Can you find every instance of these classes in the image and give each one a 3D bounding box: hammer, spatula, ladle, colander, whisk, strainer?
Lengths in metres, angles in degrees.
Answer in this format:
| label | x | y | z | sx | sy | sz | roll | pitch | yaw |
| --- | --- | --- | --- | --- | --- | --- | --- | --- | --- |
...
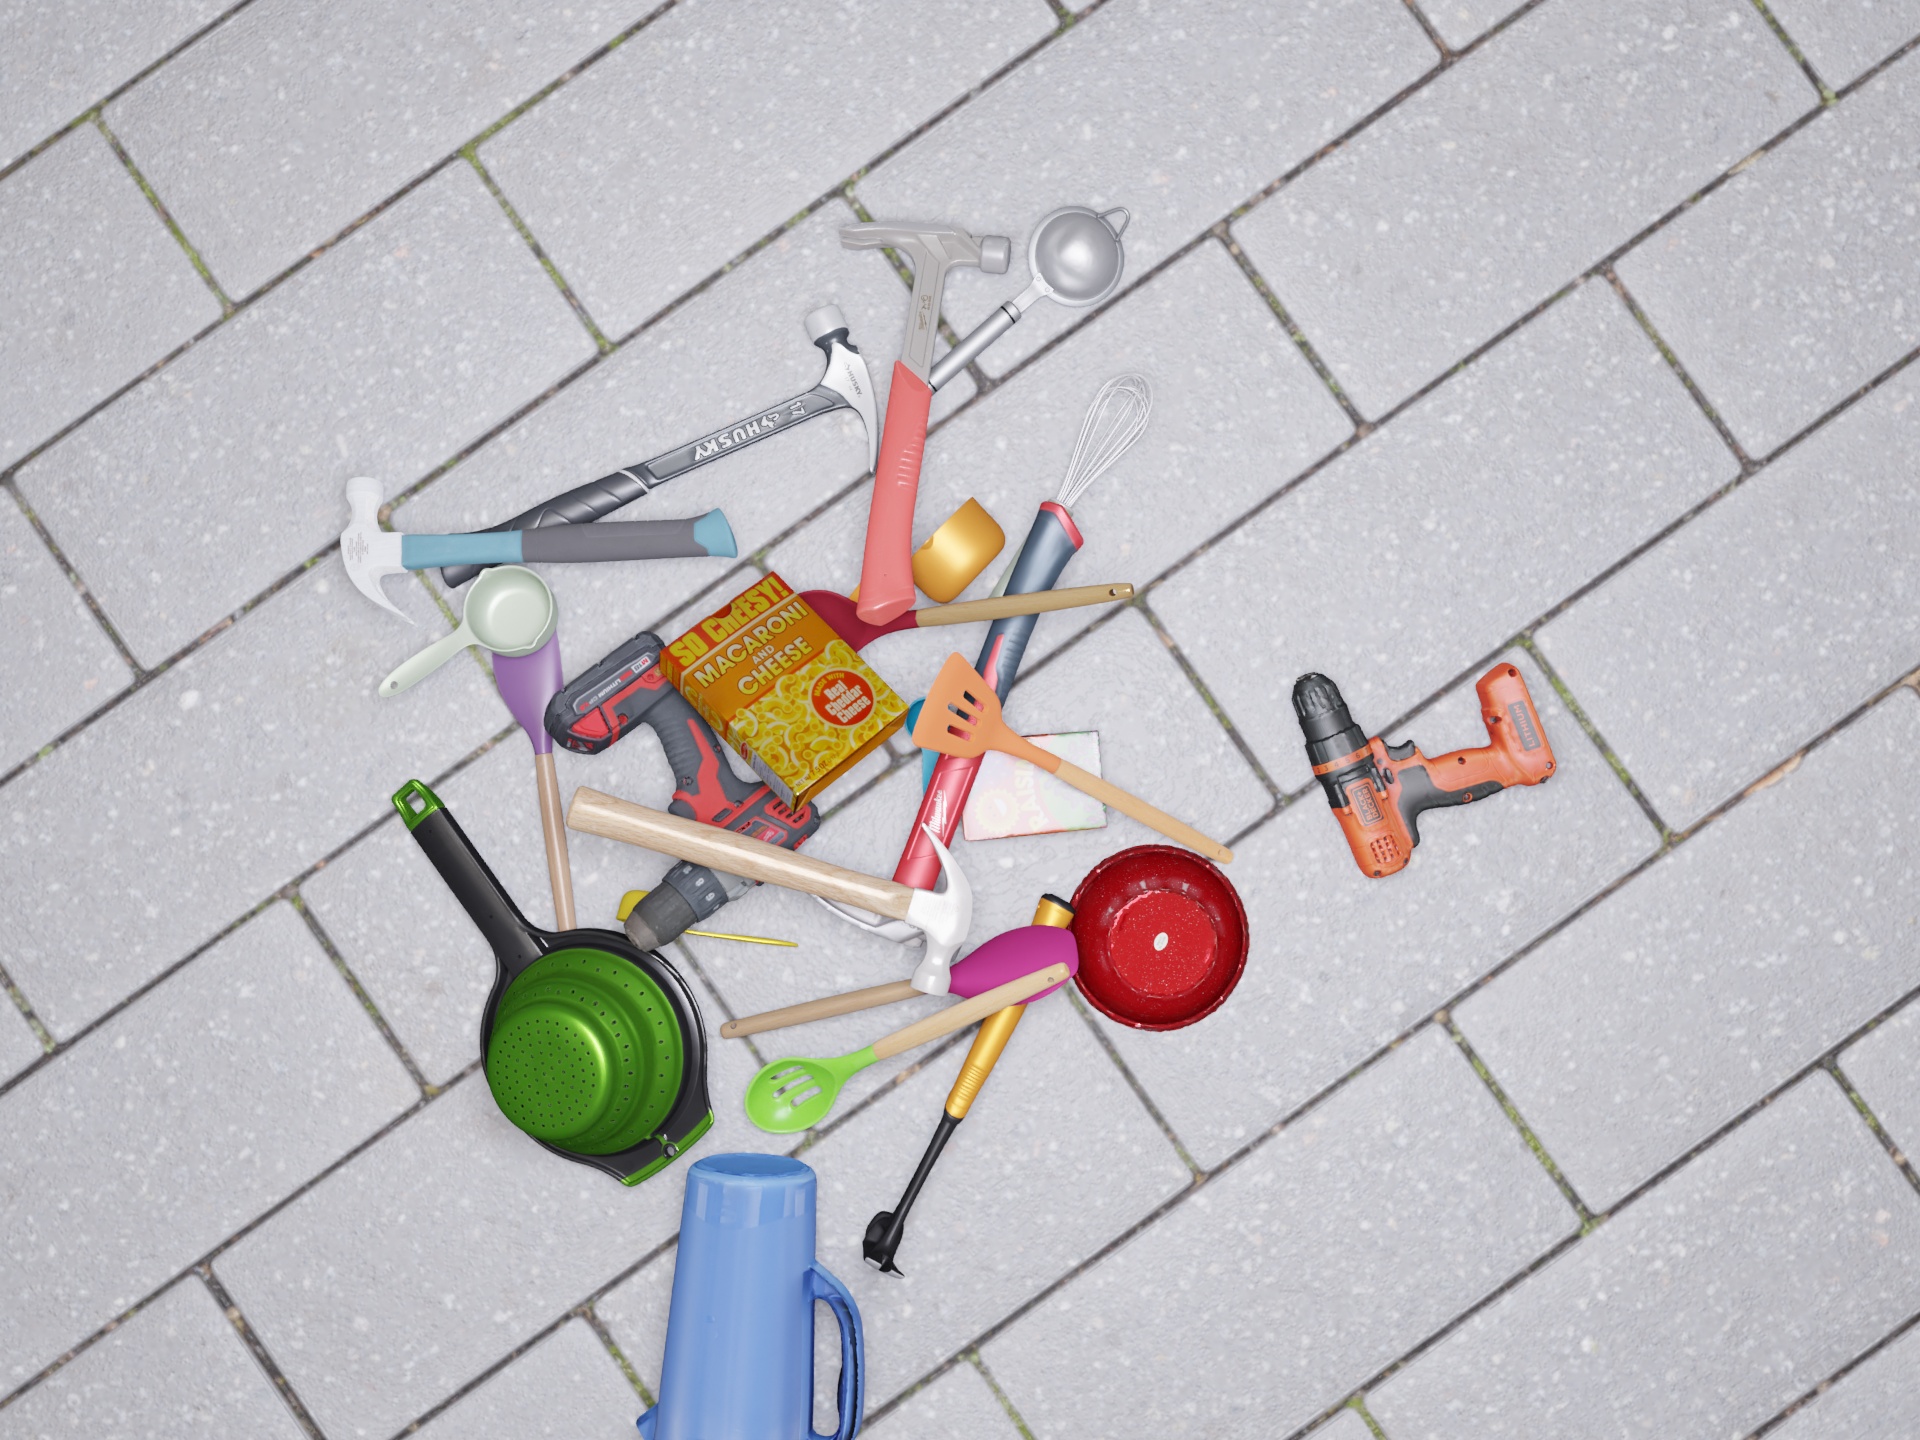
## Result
| label | x | y | z | sx | sy | sz | roll | pitch | yaw |
| --- | --- | --- | --- | --- | --- | --- | --- | --- | --- |
| hammer | -0.261 | -0.210 | 1.376 | 0.409 | 0.036 | 0.149 | -24 | 89 | 0 |
| spatula | 0.101 | 0.049 | 1.305 | 0.322 | 0.041 | 0.081 | 28 | 82 | -20 |
| hammer | -0.002 | -0.004 | 1.325 | 0.143 | 0.038 | 0.386 | 21 | 88 | 4 |
| hammer | 0.008 | 0.298 | 1.323 | 0.034 | 0.127 | 0.337 | 28 | 83 | -1 |
| ladle | -0.011 | -0.088 | 1.307 | 0.315 | 0.031 | 0.069 | -6 | 100 | 21 |
| hammer | -0.353 | -0.149 | 1.336 | 0.331 | 0.033 | 0.128 | -3 | 77 | 1 |
| colander | -0.370 | 0.215 | 1.319 | 0.204 | 0.094 | 0.397 | -39 | 83 | 12 |
| whisk | 0.090 | -0.192 | 1.368 | 0.059 | 0.057 | 0.246 | 33 | 92 | 36 |
| strainer | 0.051 | -0.357 | 1.375 | 0.258 | 0.050 | 0.087 | -41 | 100 | 3 |
| hammer | -0.053 | -0.252 | 1.316 | 0.149 | 0.036 | 0.359 | 6 | 72 | 7 |
| hammer | -0.149 | 0.113 | 1.271 | 0.331 | 0.031 | 0.130 | 17 | 85 | -4 |
| spatula | -0.359 | 0.055 | 1.376 | 0.060 | 0.018 | 0.316 | -9 | 87 | 0 |

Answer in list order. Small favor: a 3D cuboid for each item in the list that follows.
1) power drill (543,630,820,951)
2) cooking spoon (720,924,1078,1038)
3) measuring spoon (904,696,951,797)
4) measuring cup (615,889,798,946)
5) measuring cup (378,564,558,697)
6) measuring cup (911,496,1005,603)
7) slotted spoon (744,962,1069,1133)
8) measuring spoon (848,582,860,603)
| label | x | y | z | sx | sy | sz | roll | pitch | yaw |
| --- | --- | --- | --- | --- | --- | --- | --- | --- | --- |
| power drill | -0.251 | 0.061 | 1.324 | 0.188 | 0.080 | 0.226 | -40 | 90 | -22 |
| cooking spoon | -0.055 | 0.228 | 1.334 | 0.319 | 0.017 | 0.069 | -15 | 55 | 13 |
| measuring spoon | -0.023 | 0.042 | 1.376 | 0.042 | 0.021 | 0.128 | -4 | 97 | 3 |
| measuring cup | -0.214 | 0.170 | 1.360 | 0.156 | 0.062 | 0.029 | 10 | 77 | -10 |
| measuring cup | -0.419 | -0.066 | 1.358 | 0.167 | 0.038 | 0.083 | -34 | 79 | -4 |
| measuring cup | -0.031 | -0.111 | 1.355 | 0.052 | 0.095 | 0.173 | 42 | 108 | -3 |
| slotted spoon | -0.046 | 0.266 | 1.315 | 0.314 | 0.031 | 0.070 | -28 | 108 | 20 |
| measuring spoon | -0.086 | -0.107 | 1.380 | 0.021 | 0.011 | 0.117 | 41 | 89 | 2 |
